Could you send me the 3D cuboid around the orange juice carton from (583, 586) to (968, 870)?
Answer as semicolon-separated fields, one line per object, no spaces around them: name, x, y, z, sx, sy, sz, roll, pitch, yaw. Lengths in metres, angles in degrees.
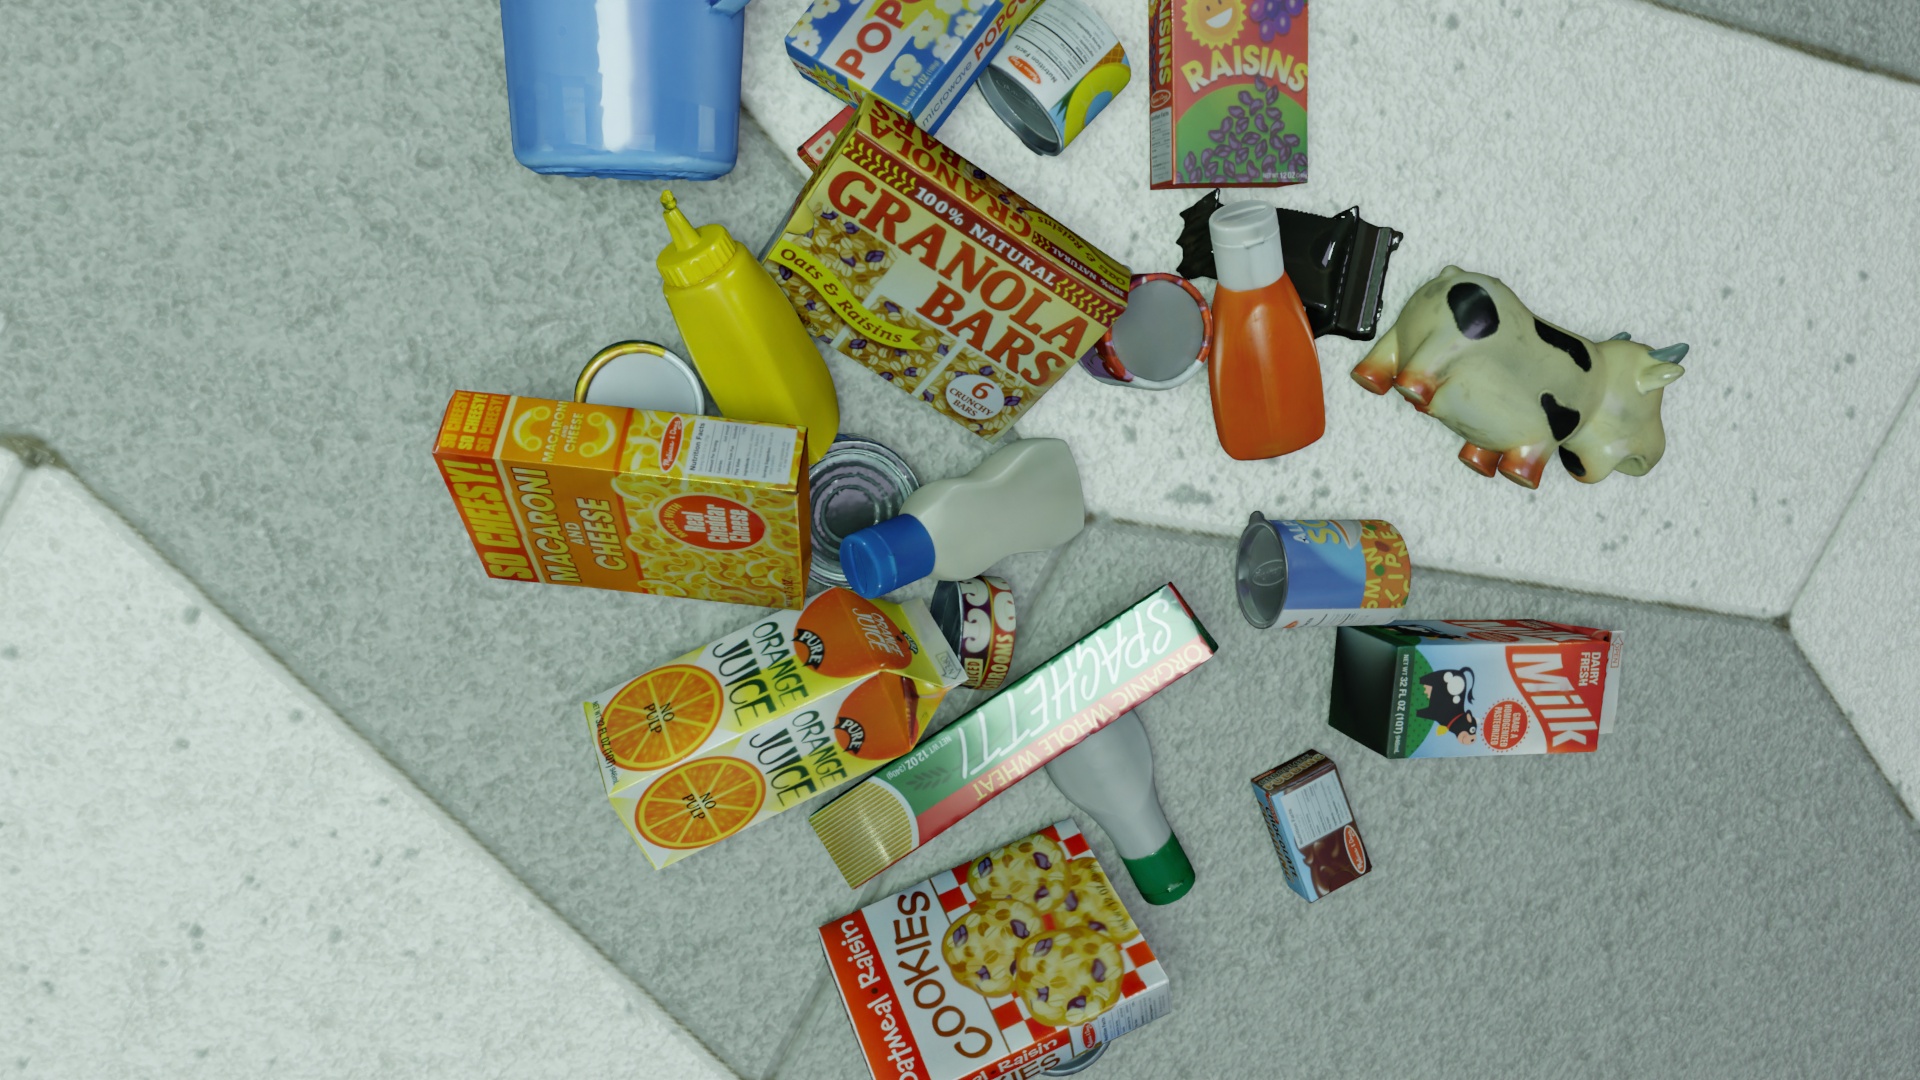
orange juice carton;-0.095;0.091;0.748;0.193;0.072;0.072;-24;134;-8

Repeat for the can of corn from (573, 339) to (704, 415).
can of corn;-0.170;-0.070;0.726;0.071;0.058;0.071;-2;99;-14

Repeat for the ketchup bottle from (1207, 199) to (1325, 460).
ketchup bottle;0.170;-0.118;0.791;0.065;0.044;0.148;-16;125;2

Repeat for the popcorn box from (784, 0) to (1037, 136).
popcorn box;-0.019;-0.278;0.720;0.085;0.038;0.127;35;84;19

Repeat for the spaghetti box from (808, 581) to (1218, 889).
spaghetti box;0.029;0.110;0.788;0.250;0.028;0.050;-34;84;6

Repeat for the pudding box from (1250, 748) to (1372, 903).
pudding box;0.223;0.182;0.886;0.050;0.030;0.083;-25;104;-11

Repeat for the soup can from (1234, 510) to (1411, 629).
soup can;0.218;0.017;0.840;0.084;0.071;0.071;-1;99;-15

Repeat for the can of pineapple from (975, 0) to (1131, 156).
can of pineapple;0.050;-0.252;0.754;0.058;0.071;0.071;-46;107;-4

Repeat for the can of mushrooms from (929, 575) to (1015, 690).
can of mushrooms;0.006;0.053;0.786;0.033;0.071;0.071;6;97;-17

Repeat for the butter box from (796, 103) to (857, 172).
butter box;-0.036;-0.191;0.761;0.053;0.024;0.103;-44;107;-5

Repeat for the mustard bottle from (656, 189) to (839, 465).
mustard bottle;-0.114;-0.110;0.709;0.049;0.066;0.159;-12;128;21

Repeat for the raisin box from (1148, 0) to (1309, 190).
raisin box;0.152;-0.265;0.792;0.086;0.040;0.123;-4;99;-13

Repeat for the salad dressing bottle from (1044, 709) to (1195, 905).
salad dressing bottle;0.096;0.153;0.841;0.064;0.044;0.147;-31;106;-9

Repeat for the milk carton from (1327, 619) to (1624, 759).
milk carton;0.337;0.091;0.879;0.191;0.073;0.072;1;98;-15

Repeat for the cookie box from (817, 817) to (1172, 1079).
cookie box;0.016;0.245;0.791;0.168;0.123;0.040;-21;133;-11

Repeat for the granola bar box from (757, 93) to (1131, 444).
granola bar box;-0.013;-0.136;0.731;0.165;0.039;0.123;30;133;-17

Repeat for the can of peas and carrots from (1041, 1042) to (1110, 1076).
can of peas and carrots;0.052;0.279;0.840;0.071;0.059;0.070;-2;99;-14

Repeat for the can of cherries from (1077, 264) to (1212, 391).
can of cherries;0.102;-0.122;0.791;0.071;0.058;0.071;-3;100;-15

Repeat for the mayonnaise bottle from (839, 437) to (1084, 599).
mayonnaise bottle;0.003;-0.010;0.763;0.149;0.041;0.064;-22;107;-35

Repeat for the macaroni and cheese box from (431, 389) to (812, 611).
macaroni and cheese box;-0.159;-0.017;0.689;0.166;0.123;0.040;6;59;-2
